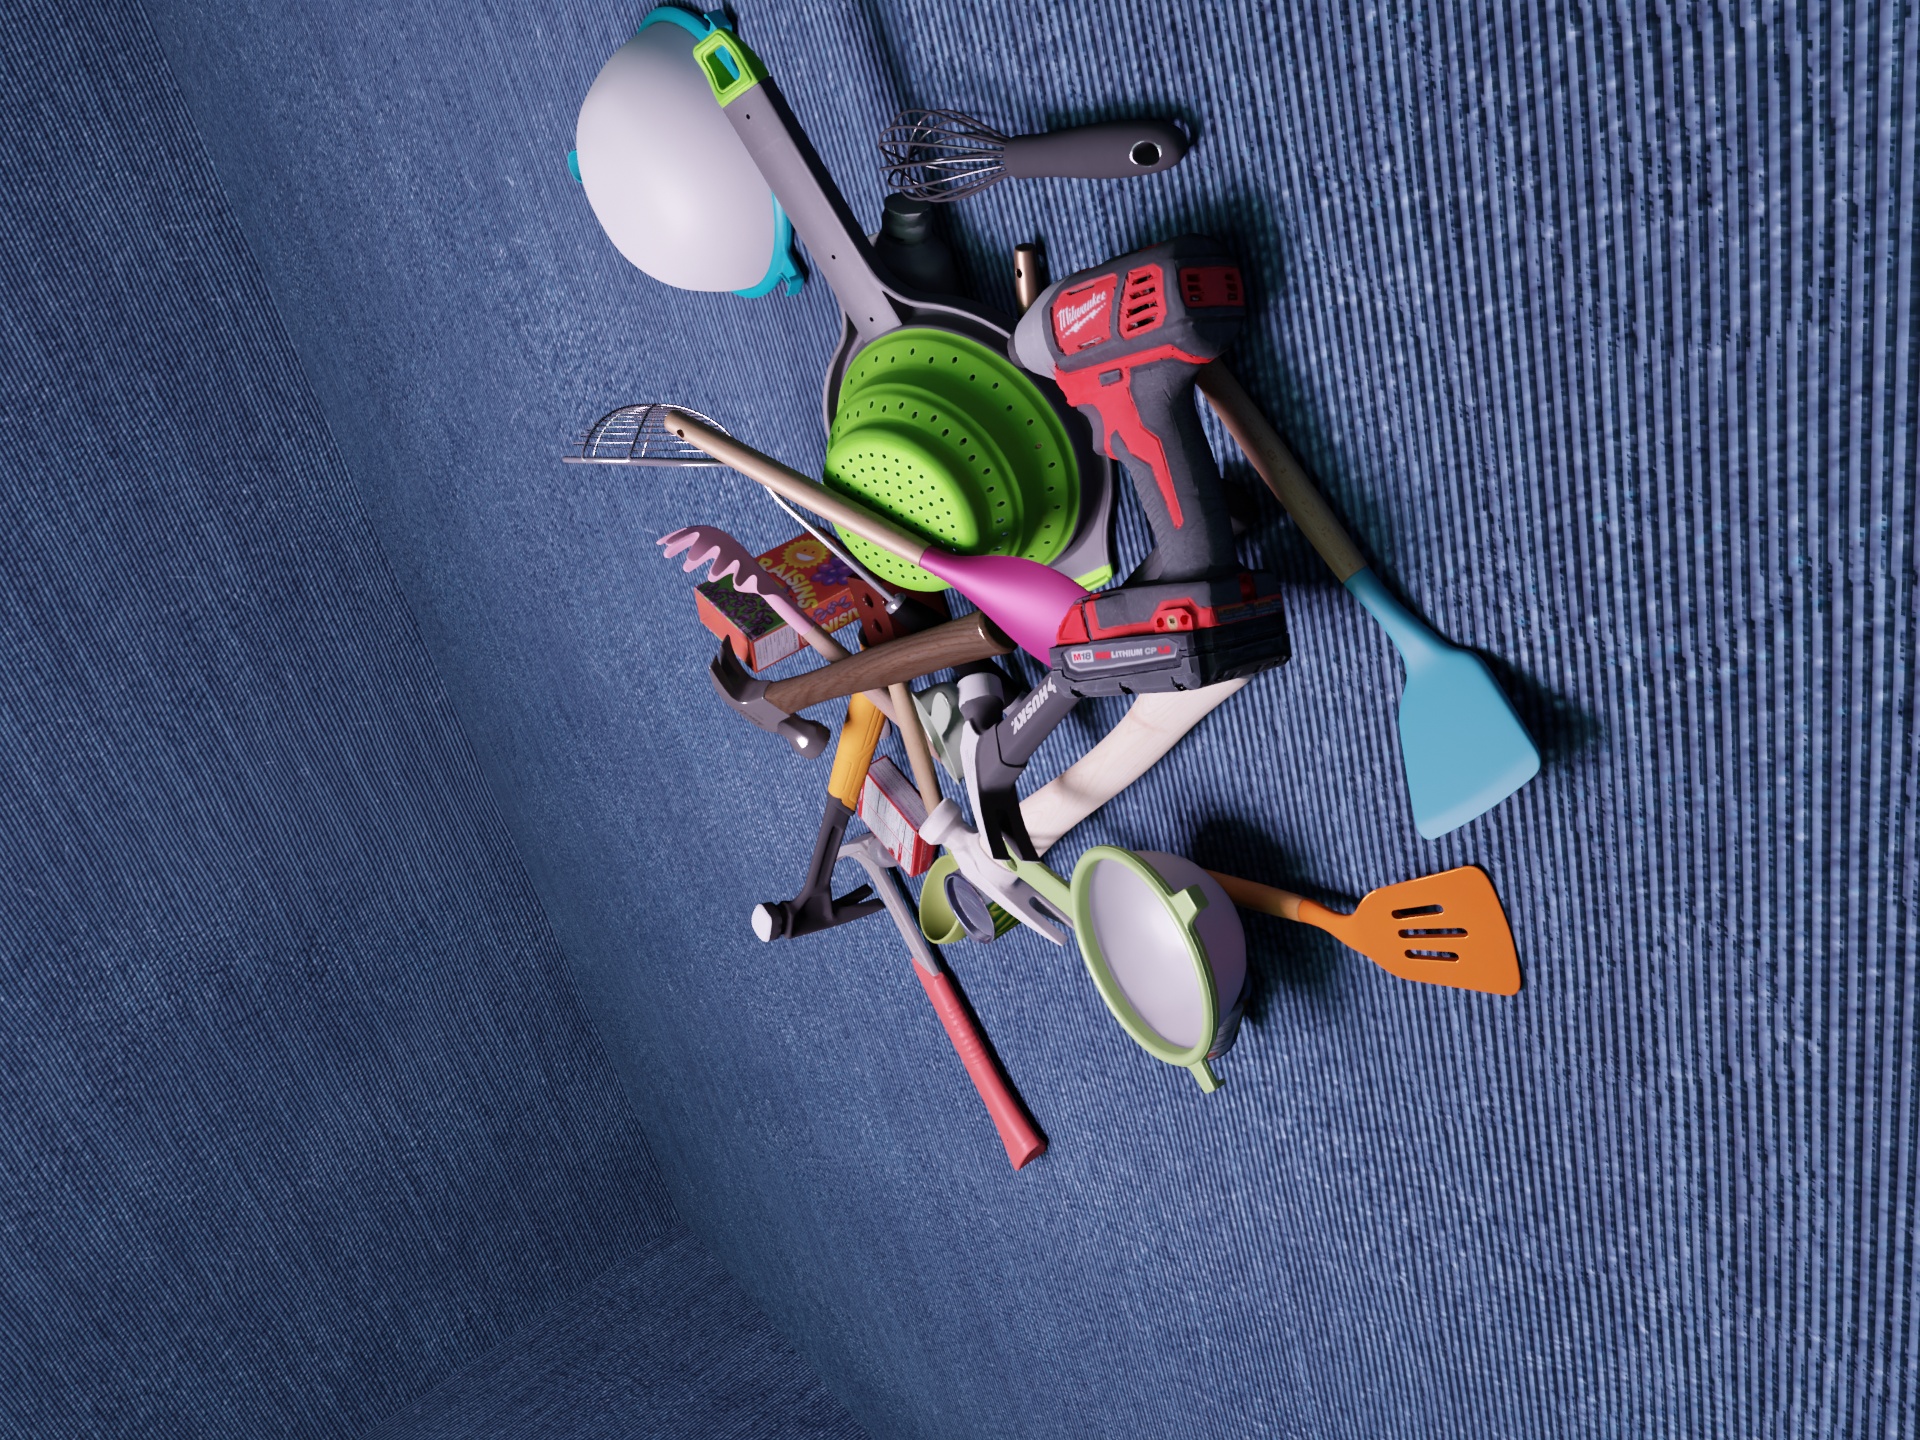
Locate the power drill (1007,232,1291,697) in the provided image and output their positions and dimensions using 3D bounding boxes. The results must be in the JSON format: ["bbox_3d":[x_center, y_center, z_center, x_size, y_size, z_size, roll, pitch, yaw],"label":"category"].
[{"bbox_3d":[0.090,-0.127,0.824,0.143,0.078,0.219,-3,99,50],"label":"power drill"}]

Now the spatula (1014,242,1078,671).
[{"bbox_3d":[0.054,-0.149,1.006,0.060,0.018,0.315,31,143,38],"label":"spatula"}]

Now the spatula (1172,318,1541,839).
[{"bbox_3d":[0.180,-0.093,0.803,0.318,0.044,0.082,57,140,12],"label":"spatula"}]

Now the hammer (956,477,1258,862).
[{"bbox_3d":[0.081,-0.035,0.973,0.334,0.035,0.146,130,139,-52],"label":"hammer"}]

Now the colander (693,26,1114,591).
[{"bbox_3d":[-0.058,-0.212,0.946,0.204,0.094,0.396,-13,117,45],"label":"colander"}]

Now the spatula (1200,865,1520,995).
[{"bbox_3d":[0.208,0.110,0.990,0.323,0.041,0.081,9,123,64],"label":"spatula"}]

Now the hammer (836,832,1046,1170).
[{"bbox_3d":[-0.019,0.274,1.558,0.359,0.037,0.149,62,155,-3],"label":"hammer"}]

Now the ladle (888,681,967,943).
[{"bbox_3d":[-0.033,0.071,1.297,0.319,0.062,0.078,75,178,-45],"label":"ladle"}]

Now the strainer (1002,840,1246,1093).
[{"bbox_3d":[0.114,0.125,1.071,0.257,0.069,0.151,33,137,56],"label":"strainer"}]

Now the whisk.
[{"bbox_3d":[0.033,-0.307,0.856,0.239,0.055,0.055,20,133,48],"label":"whisk"}]

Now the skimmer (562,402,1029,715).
[{"bbox_3d":[-0.111,-0.101,1.130,0.363,0.090,0.127,40,-179,-12],"label":"skimmer"}]

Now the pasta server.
[{"bbox_3d":[-0.104,-0.048,1.231,0.316,0.040,0.060,43,166,-27],"label":"pasta server"}]

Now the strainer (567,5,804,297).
[{"bbox_3d":[-0.255,-0.415,1.209,0.341,0.095,0.210,23,136,50],"label":"strainer"}]

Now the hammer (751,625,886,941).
[{"bbox_3d":[-0.089,0.050,1.357,0.034,0.127,0.336,47,134,37],"label":"hammer"}]

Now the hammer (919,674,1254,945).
[{"bbox_3d":[0.096,0.048,1.092,0.146,0.038,0.410,40,149,-1],"label":"hammer"}]

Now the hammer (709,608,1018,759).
[{"bbox_3d":[-0.073,-0.036,1.145,0.130,0.031,0.331,35,152,-27],"label":"hammer"}]

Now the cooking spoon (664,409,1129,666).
[{"bbox_3d":[-0.042,-0.108,0.938,0.319,0.017,0.068,29,138,12],"label":"cooking spoon"}]

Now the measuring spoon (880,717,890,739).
[{"bbox_3d":[-0.076,-0.027,1.371,0.034,0.018,0.124,45,150,30],"label":"measuring spoon"}]

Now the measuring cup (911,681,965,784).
[{"bbox_3d":[-0.002,-0.004,1.191,0.083,0.038,0.167,62,171,9],"label":"measuring cup"}]
